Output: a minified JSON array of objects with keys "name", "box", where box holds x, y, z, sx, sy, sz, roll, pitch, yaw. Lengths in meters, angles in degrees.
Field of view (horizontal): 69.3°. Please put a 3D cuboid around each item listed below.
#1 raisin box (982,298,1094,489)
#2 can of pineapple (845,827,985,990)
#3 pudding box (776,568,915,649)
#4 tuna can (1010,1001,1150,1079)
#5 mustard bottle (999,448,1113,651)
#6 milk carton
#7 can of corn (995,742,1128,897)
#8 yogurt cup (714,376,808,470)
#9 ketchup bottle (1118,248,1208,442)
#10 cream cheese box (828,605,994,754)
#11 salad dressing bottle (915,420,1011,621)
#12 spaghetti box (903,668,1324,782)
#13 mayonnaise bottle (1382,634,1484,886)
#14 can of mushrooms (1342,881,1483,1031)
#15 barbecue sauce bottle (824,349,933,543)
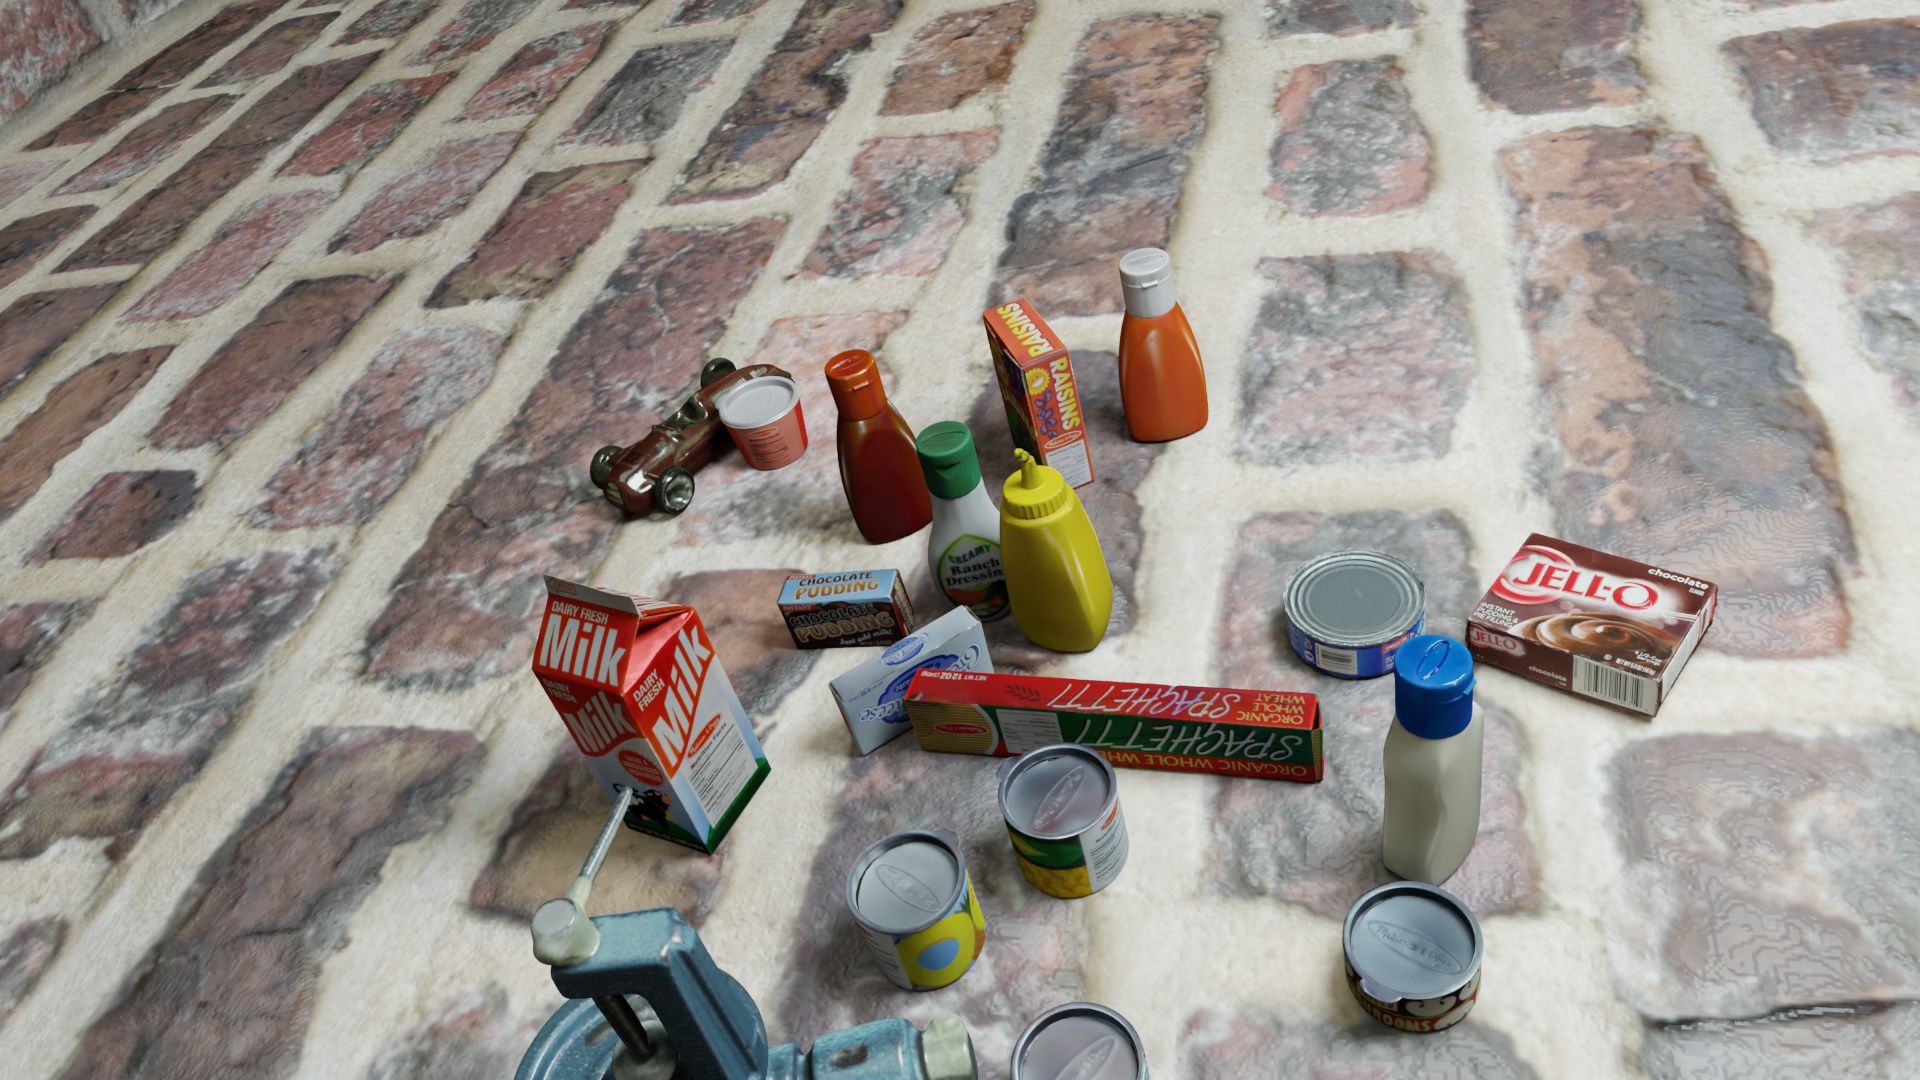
[{"name":"raisin box","box":[0.058,-0.106,1.037,0.040,0.122,0.086,-21,40,-6]},{"name":"can of pineapple","box":[-0.022,0.200,0.756,0.071,0.057,0.071,-9,40,8]},{"name":"pudding box","box":[-0.078,0.047,0.960,0.084,0.049,0.030,-3,41,14]},{"name":"tuna can","box":[0.061,0.264,0.675,0.071,0.032,0.071,-9,40,8]},{"name":"mustard bottle","box":[0.056,0.002,0.882,0.065,0.159,0.049,6,44,24]},{"name":"milk carton","box":[-0.187,0.095,0.829,0.072,0.189,0.074,10,46,28]},{"name":"can of corn","box":[0.057,0.157,0.781,0.071,0.058,0.071,-9,40,8]},{"name":"yogurt cup","box":[-0.159,-0.095,1.148,0.072,0.053,0.073,-9,40,8]},{"name":"ketchup bottle","box":[0.146,-0.144,1.031,0.065,0.148,0.044,-12,40,4]},{"name":"cream cheese box","box":[-0.030,0.089,0.892,0.104,0.053,0.024,-30,41,-16]},{"name":"salad dressing bottle","box":[0.003,-0.012,0.925,0.064,0.147,0.044,-12,40,5]},{"name":"spaghetti box","box":[0.090,0.110,0.831,0.250,0.050,0.029,2,43,20]},{"name":"mayonnaise bottle","box":[0.240,0.110,0.705,0.041,0.147,0.065,22,52,37]},{"name":"can of mushrooms","box":[0.222,0.207,0.688,0.071,0.033,0.071,-9,40,8]},{"name":"barbecue sauce bottle","box":[-0.062,-0.069,1.012,0.065,0.147,0.044,-24,40,-10]}]
